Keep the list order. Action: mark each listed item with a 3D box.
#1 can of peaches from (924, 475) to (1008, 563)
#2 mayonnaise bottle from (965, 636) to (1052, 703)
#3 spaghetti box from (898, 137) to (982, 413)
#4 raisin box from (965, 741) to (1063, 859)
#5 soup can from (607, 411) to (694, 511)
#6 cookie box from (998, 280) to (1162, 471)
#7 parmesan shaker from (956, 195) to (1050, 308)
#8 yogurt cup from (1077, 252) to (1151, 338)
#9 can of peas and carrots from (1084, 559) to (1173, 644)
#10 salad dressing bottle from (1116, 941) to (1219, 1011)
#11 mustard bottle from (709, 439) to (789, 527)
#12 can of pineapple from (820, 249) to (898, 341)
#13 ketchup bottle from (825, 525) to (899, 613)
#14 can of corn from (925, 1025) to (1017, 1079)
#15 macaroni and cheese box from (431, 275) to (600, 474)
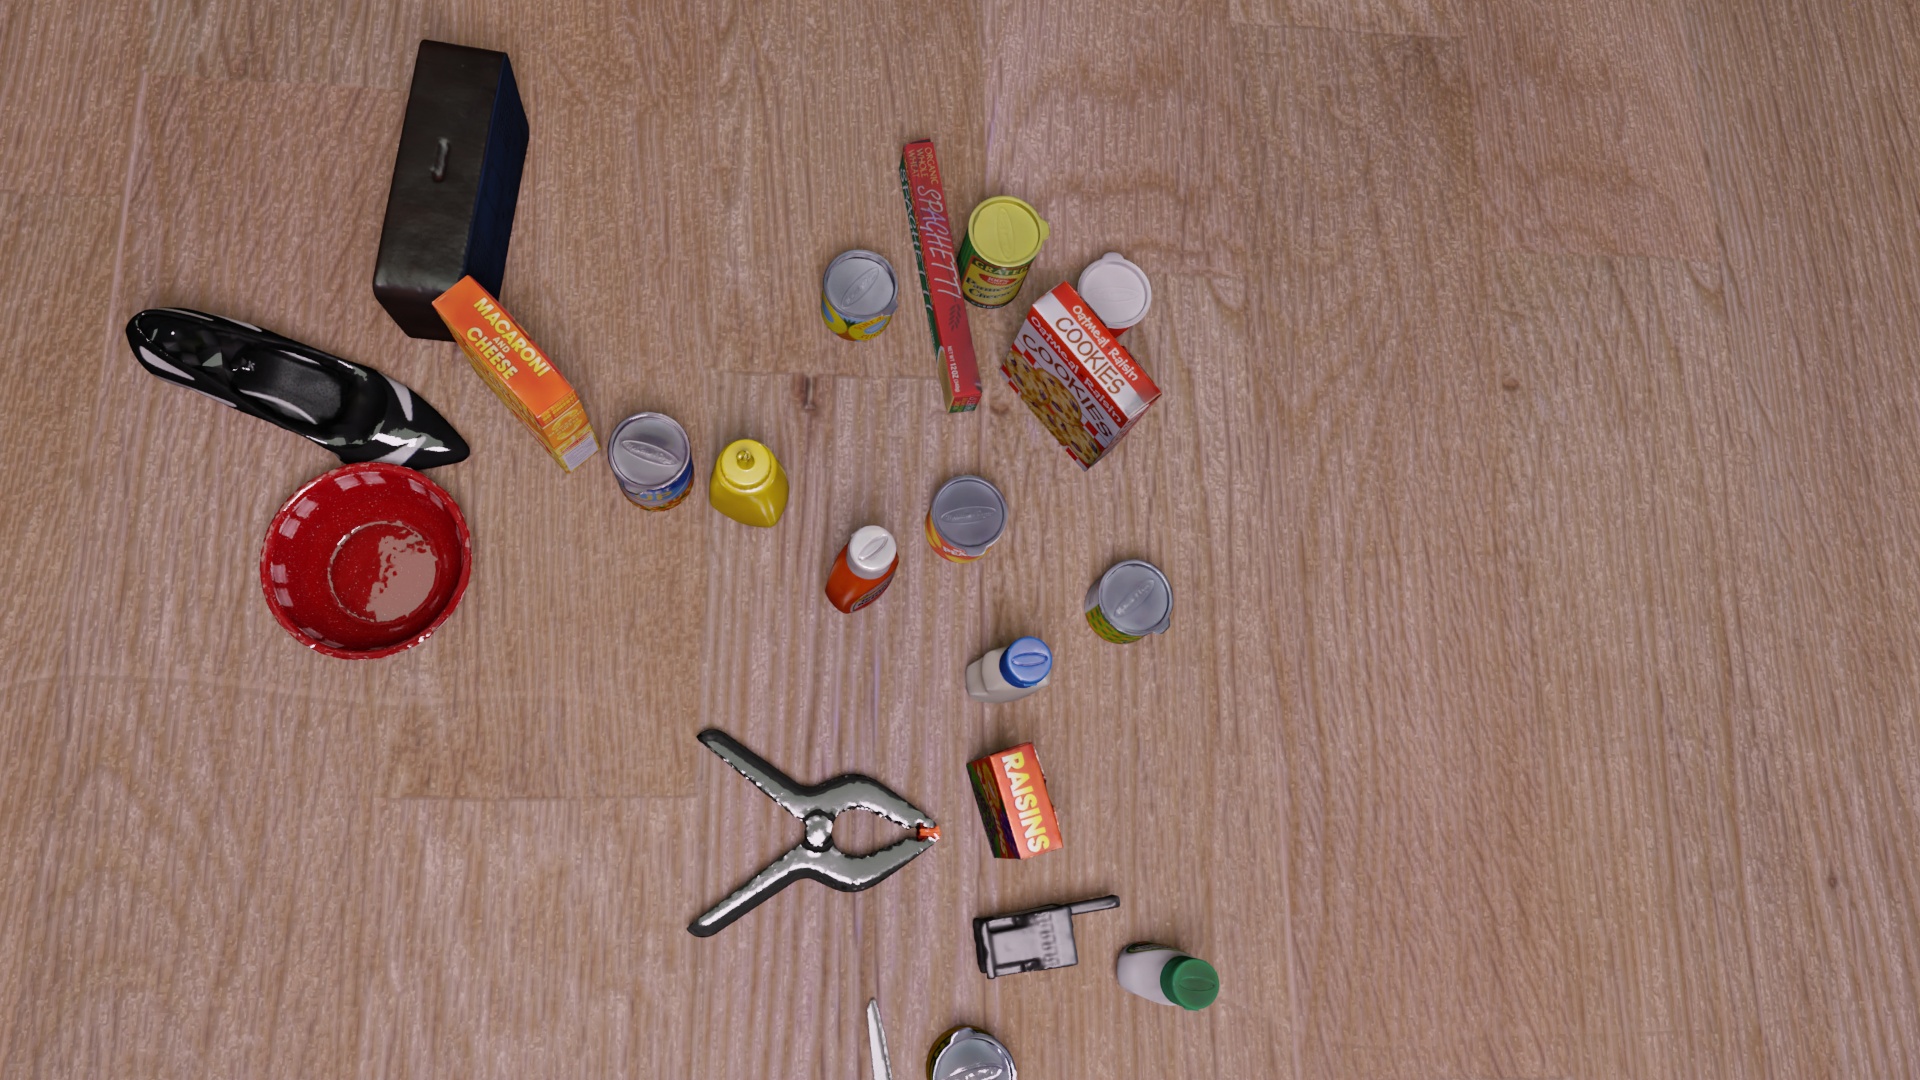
[{"bbox_3d":[0.004,-0.015,1.203,0.071,0.058,0.071,2,77,-8],"label":"can of peaches"},{"bbox_3d":[0.044,0.106,1.134,0.065,0.147,0.041,-4,78,-9],"label":"mayonnaise bottle"},{"bbox_3d":[-0.019,-0.240,1.256,0.029,0.050,0.250,-9,78,-10],"label":"spaghetti box"},{"bbox_3d":[0.043,0.212,1.122,0.040,0.123,0.086,-15,80,-11],"label":"raisin box"},{"bbox_3d":[-0.259,-0.062,1.163,0.071,0.083,0.071,2,77,-8],"label":"soup can"},{"bbox_3d":[0.099,-0.137,1.189,0.040,0.167,0.123,-39,85,-14],"label":"cookie box"},{"bbox_3d":[0.035,-0.255,1.240,0.071,0.103,0.071,2,77,-8],"label":"parmesan shaker"},{"bbox_3d":[0.135,-0.218,1.271,0.072,0.054,0.072,2,77,-8],"label":"yogurt cup"},{"bbox_3d":[0.147,0.056,1.207,0.071,0.058,0.071,2,77,-8],"label":"can of peas and carrots"},{"bbox_3d":[0.165,0.344,1.096,0.064,0.147,0.044,7,77,-6],"label":"salad dressing bottle"},{"bbox_3d":[-0.173,-0.050,1.133,0.065,0.160,0.049,19,76,-4],"label":"mustard bottle"},{"bbox_3d":[-0.090,-0.215,1.237,0.071,0.057,0.071,2,77,-8],"label":"can of pineapple"},{"bbox_3d":[-0.078,0.021,1.136,0.065,0.148,0.043,-40,86,-14],"label":"ketchup bottle"},{"bbox_3d":[0.007,0.420,1.102,0.071,0.058,0.071,2,77,-8],"label":"can of corn"},{"bbox_3d":[-0.354,-0.130,1.123,0.040,0.166,0.124,-42,86,-14],"label":"macaroni and cheese box"}]
